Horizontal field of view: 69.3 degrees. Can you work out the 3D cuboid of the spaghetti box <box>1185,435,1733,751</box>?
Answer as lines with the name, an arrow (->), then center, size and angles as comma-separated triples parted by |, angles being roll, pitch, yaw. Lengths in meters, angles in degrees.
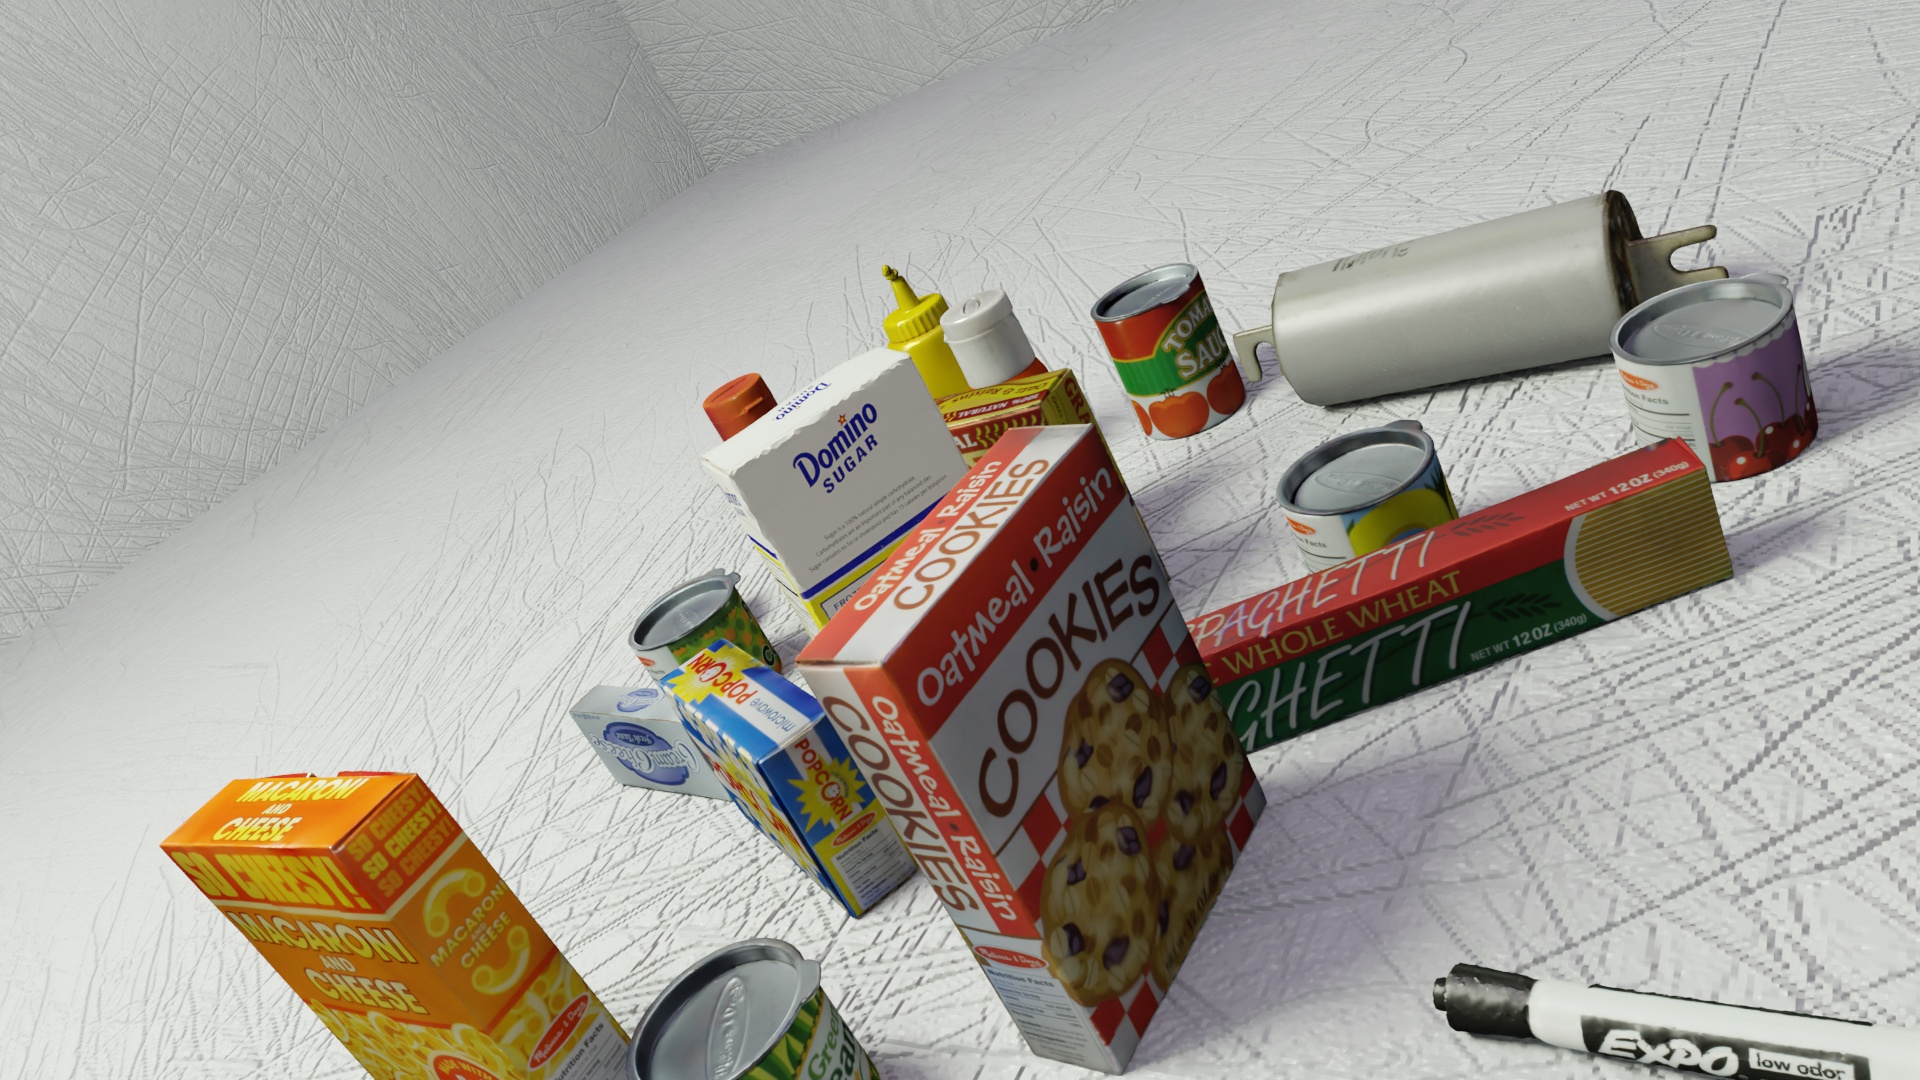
spaghetti box -> 0.157, 0.033, 0.525 | 0.250, 0.050, 0.029 | -22, 24, 12

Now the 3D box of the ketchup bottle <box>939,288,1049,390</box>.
ketchup bottle -> 0.036, -0.055, 0.711 | 0.043, 0.148, 0.065 | -23, 24, 11

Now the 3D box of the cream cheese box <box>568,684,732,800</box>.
cream cheese box -> -0.152, 0.102, 0.710 | 0.103, 0.053, 0.024 | -3, 33, 44

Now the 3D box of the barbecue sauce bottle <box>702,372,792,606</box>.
barbecue sauce bottle -> -0.093, -0.022, 0.782 | 0.065, 0.148, 0.043 | -39, 26, -25

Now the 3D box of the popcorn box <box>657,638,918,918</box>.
popcorn box -> -0.076, 0.098, 0.597 | 0.038, 0.085, 0.127 | -36, 25, -19

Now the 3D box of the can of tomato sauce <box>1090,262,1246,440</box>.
can of tomato sauce -> 0.124, -0.110, 0.811 | 0.071, 0.083, 0.071 | -23, 24, 11

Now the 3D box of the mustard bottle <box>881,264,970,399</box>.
mustard bottle -> -0.006, -0.095, 0.823 | 0.065, 0.159, 0.049 | -26, 23, 4

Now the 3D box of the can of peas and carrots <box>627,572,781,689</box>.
can of peas and carrots -> -0.140, 0.061, 0.775 | 0.071, 0.058, 0.071 | -23, 24, 11

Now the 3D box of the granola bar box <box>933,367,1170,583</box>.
granola bar box -> 0.002, -0.009, 0.683 | 0.165, 0.124, 0.039 | -9, 29, 36

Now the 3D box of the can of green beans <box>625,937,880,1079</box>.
can of green beans -> -0.067, 0.177, 0.461 | 0.071, 0.057, 0.071 | -23, 24, 11

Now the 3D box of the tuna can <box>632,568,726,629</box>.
tuna can -> -0.162, 0.050, 0.853 | 0.071, 0.032, 0.071 | -23, 24, 11

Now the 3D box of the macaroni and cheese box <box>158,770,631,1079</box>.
macaroni and cheese box -> -0.194, 0.157, 0.503 | 0.123, 0.166, 0.040 | -9, 30, 37

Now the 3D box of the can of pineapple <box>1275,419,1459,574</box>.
can of pineapple -> 0.175, -0.008, 0.580 | 0.071, 0.057, 0.071 | -23, 24, 11

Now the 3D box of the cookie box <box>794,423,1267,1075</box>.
cookie box -> 0.032, 0.064, 0.449 | 0.040, 0.167, 0.123 | -5, 32, 42

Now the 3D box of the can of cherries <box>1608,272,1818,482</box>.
can of cherries -> 0.305, -0.065, 0.558 | 0.071, 0.058, 0.072 | -23, 24, 11
